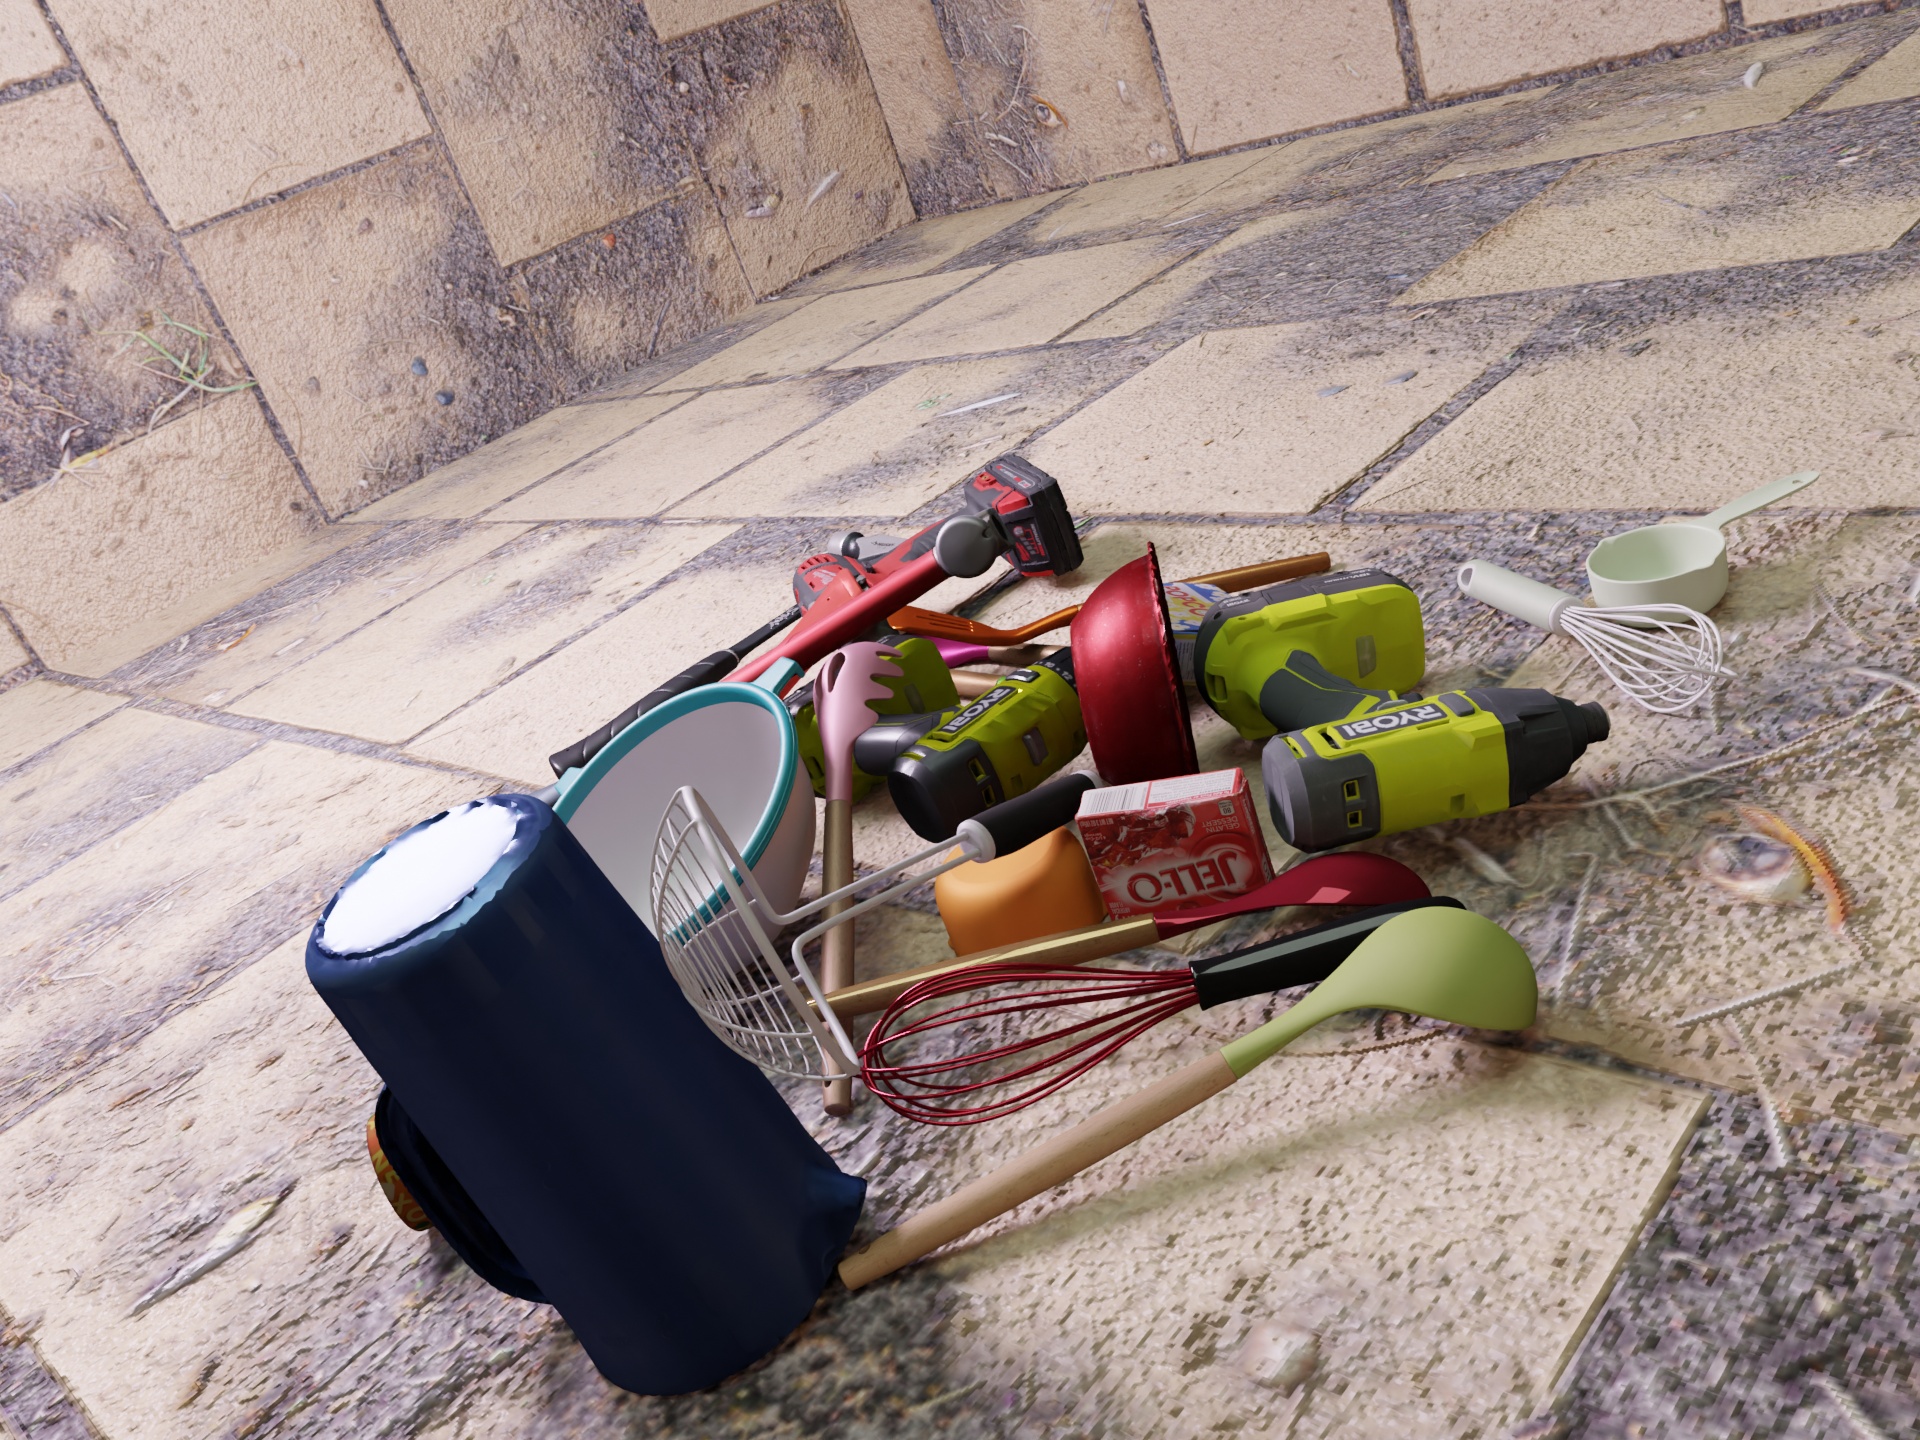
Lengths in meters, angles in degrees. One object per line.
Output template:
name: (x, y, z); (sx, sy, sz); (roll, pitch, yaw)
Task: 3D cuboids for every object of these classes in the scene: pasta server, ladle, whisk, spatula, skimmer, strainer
pasta server: (-0.062, 0.073, 0.883); (0.060, 0.040, 0.317); (-36, 40, 33)
ladle: (0.071, 0.109, 0.783); (0.315, 0.031, 0.069); (-14, 0, 6)
whisk: (0.361, -0.059, 0.930); (0.059, 0.057, 0.246); (10, 15, -16)
spatula: (0.108, -0.091, 1.157); (0.322, 0.041, 0.081); (-12, 15, 2)
ladle: (0.096, 0.170, 0.676); (0.320, 0.062, 0.078); (-29, 10, 0)
skimmer: (-0.005, 0.057, 0.717); (0.090, 0.127, 0.363); (-38, -10, 33)
strainer: (-0.156, 0.131, 0.897); (0.211, 0.095, 0.341); (-26, 40, 22)
whisk: (0.090, 0.128, 0.735); (0.296, 0.073, 0.073); (-15, 24, 3)

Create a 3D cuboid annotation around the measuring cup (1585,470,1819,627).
measuring cup: (0.451, -0.103, 0.950); (0.167, 0.038, 0.083); (-26, 24, -15)

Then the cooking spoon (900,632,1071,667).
cooking spoon: (0.043, -0.051, 1.191); (0.069, 0.017, 0.319); (-37, 27, -30)

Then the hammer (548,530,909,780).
hammer: (-0.188, -0.059, 1.379); (0.149, 0.036, 0.409); (8, 38, 46)

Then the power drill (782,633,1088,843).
power drill: (-0.002, -0.003, 1.027); (0.190, 0.080, 0.229); (-35, 22, -27)

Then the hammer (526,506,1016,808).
hammer: (-0.135, -0.028, 1.061); (0.386, 0.038, 0.143); (-31, 4, 11)

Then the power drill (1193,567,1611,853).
power drill: (0.228, -0.010, 0.870); (0.171, 0.080, 0.223); (-13, 23, -4)

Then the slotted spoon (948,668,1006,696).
slotted spoon: (0.016, -0.027, 1.156); (0.070, 0.031, 0.314); (-39, 28, -31)

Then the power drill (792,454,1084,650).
power drill: (-0.018, -0.120, 1.285); (0.226, 0.080, 0.188); (-27, 28, -8)

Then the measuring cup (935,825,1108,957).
measuring cup: (0.035, 0.071, 0.902); (0.095, 0.052, 0.174); (-14, 27, 15)

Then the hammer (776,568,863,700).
hammer: (-0.182, 0.021, 1.123); (0.149, 0.036, 0.359); (5, 47, 43)
